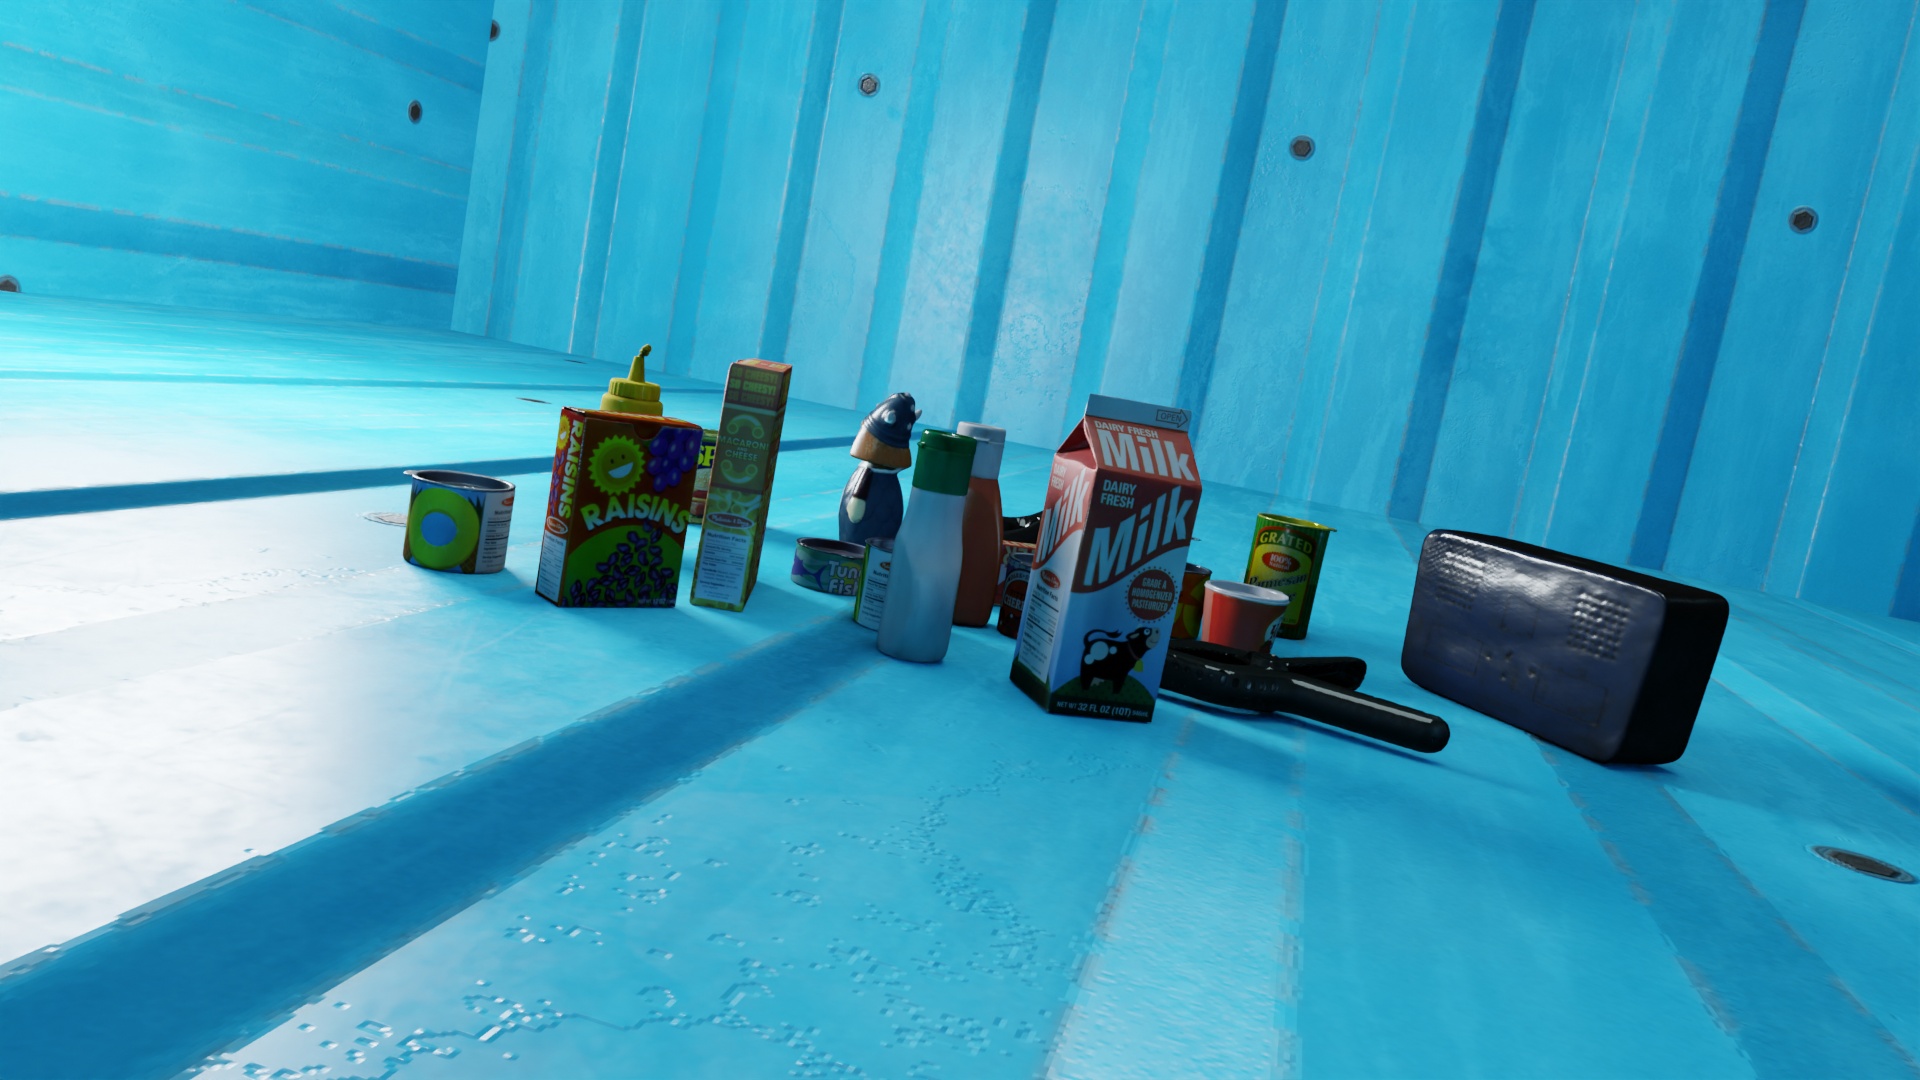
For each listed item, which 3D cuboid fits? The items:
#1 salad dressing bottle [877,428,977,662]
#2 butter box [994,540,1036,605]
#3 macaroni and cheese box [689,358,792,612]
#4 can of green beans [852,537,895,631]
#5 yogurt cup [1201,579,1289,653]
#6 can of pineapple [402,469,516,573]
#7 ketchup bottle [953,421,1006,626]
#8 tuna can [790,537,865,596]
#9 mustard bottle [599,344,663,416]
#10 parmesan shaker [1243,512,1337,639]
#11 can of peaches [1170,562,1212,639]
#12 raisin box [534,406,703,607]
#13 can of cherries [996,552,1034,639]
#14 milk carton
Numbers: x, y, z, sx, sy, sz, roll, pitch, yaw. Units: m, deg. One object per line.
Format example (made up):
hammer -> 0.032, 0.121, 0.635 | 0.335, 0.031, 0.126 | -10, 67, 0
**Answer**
salad dressing bottle -> -0.020, 0.003, 0.900 | 0.044, 0.147, 0.064 | 8, 8, -21
butter box -> 0.041, 0.027, 1.145 | 0.103, 0.053, 0.024 | 7, 8, -25
macaroni and cheese box -> -0.155, -0.044, 0.987 | 0.040, 0.166, 0.124 | 10, 8, -5
can of green beans -> -0.040, 0.033, 0.986 | 0.071, 0.057, 0.071 | 10, 8, -1
yogurt cup -> 0.226, 0.065, 1.118 | 0.072, 0.054, 0.072 | 10, 8, -1
can of pineapple -> -0.336, -0.013, 0.927 | 0.071, 0.057, 0.071 | 10, 8, -1
ketchup bottle -> 0.004, -0.013, 1.037 | 0.065, 0.148, 0.043 | 10, 7, -3
tuna can -> -0.097, 0.021, 1.087 | 0.071, 0.032, 0.071 | 10, 8, -1
mustard bottle -> -0.264, -0.077, 1.095 | 0.049, 0.160, 0.065 | 5, 9, -34
parmesan shaker -> 0.294, 0.033, 1.255 | 0.071, 0.103, 0.071 | 10, 8, -1
can of peaches -> 0.170, 0.047, 1.157 | 0.071, 0.058, 0.071 | 10, 8, -1
raisin box -> -0.219, -0.020, 0.893 | 0.086, 0.123, 0.040 | 4, 10, -42
can of cherries -> 0.062, 0.044, 1.037 | 0.071, 0.058, 0.071 | 10, 8, -1
milk carton -> 0.092, 0.008, 0.853 | 0.072, 0.190, 0.073 | 8, 8, -18
